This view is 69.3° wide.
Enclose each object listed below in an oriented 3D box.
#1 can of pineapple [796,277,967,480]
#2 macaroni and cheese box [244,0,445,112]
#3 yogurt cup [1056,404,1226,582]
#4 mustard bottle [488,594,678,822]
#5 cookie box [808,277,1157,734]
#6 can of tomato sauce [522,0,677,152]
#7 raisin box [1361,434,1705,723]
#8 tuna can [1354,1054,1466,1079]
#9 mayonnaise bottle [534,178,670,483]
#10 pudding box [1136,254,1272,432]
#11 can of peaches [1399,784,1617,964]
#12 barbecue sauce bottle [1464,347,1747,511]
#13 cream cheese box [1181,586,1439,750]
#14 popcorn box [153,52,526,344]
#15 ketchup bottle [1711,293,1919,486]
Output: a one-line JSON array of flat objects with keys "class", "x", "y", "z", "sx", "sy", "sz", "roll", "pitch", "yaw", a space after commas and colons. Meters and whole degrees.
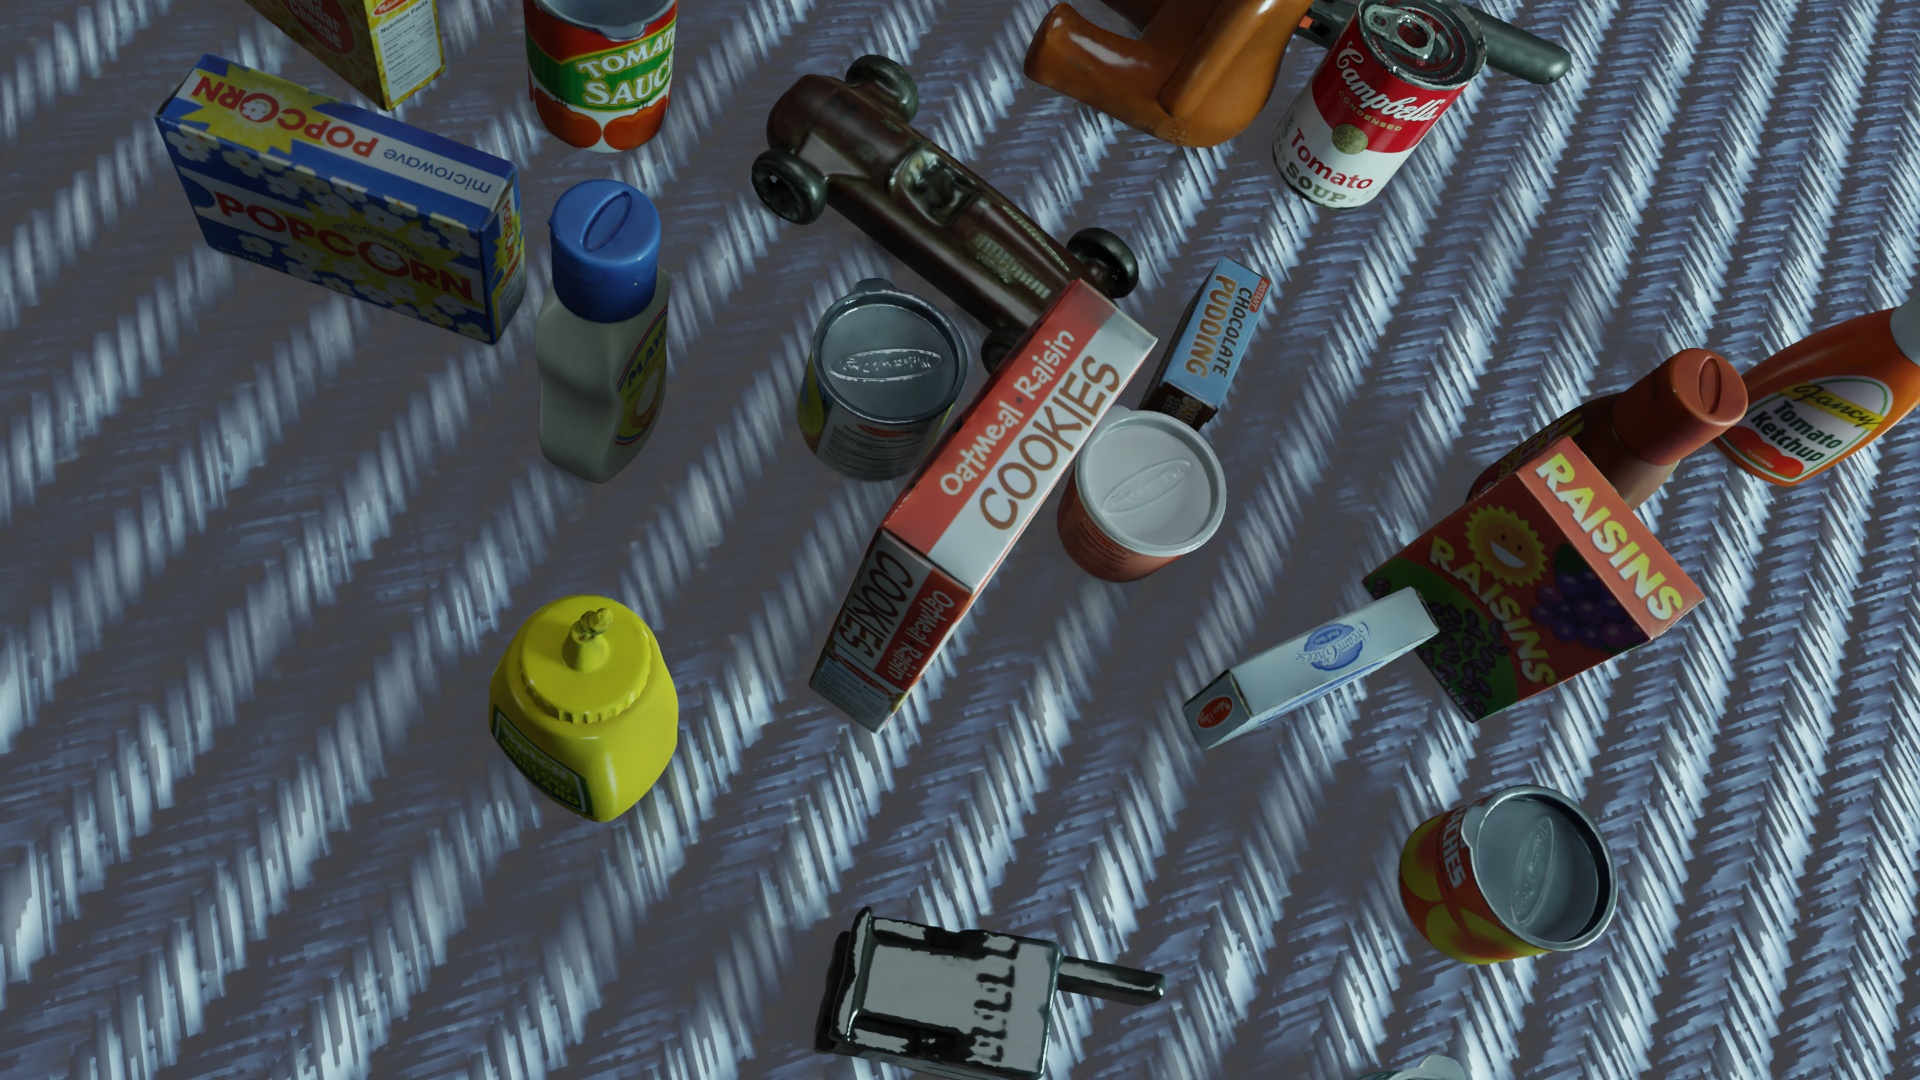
[{"class": "can of pineapple", "x": -0.035, "y": -0.068, "z": 0.603, "sx": 0.071, "sy": 0.057, "sz": 0.071, "roll": 6, "pitch": 66, "yaw": -12}, {"class": "macaroni and cheese box", "x": -0.279, "y": -0.276, "z": 0.570, "sx": 0.124, "sy": 0.165, "sz": 0.040, "roll": 38, "pitch": 63, "yaw": 3}, {"class": "yogurt cup", "x": 0.076, "y": -0.016, "z": 0.612, "sx": 0.072, "sy": 0.053, "sz": 0.072, "roll": 6, "pitch": 66, "yaw": -12}, {"class": "mustard bottle", "x": -0.128, "y": 0.052, "z": 0.469, "sx": 0.065, "sy": 0.159, "sz": 0.049, "roll": 38, "pitch": 63, "yaw": 3}, {"class": "cookie box", "x": 0.002, "y": -0.007, "z": 0.525, "sx": 0.040, "sy": 0.166, "sz": 0.123, "roll": 35, "pitch": 63, "yaw": 2}, {"class": "can of tomato sauce", "x": -0.161, "y": -0.225, "z": 0.625, "sx": 0.071, "sy": 0.082, "sz": 0.071, "roll": 6, "pitch": 66, "yaw": -12}, {"class": "raisin box", "x": 0.242, "y": 0.020, "z": 0.601, "sx": 0.040, "sy": 0.123, "sz": 0.086, "roll": -30, "pitch": 77, "yaw": -24}, {"class": "tuna can", "x": 0.176, "y": 0.237, "z": 0.539, "sx": 0.071, "sy": 0.032, "sz": 0.071, "roll": 6, "pitch": 66, "yaw": -12}, {"class": "mayonnaise bottle", "x": -0.136, "y": -0.079, "z": 0.531, "sx": 0.041, "sy": 0.147, "sz": 0.065, "roll": 26, "pitch": 63, "yaw": -3}, {"class": "pudding box", "x": 0.114, "y": -0.087, "z": 0.656, "sx": 0.030, "sy": 0.049, "sz": 0.084, "roll": 29, "pitch": 63, "yaw": -1}, {"class": "can of peaches", "x": 0.225, "y": 0.139, "z": 0.580, "sx": 0.071, "sy": 0.057, "sz": 0.071, "roll": 6, "pitch": 66, "yaw": -12}, {"class": "barbecue sauce bottle", "x": 0.284, "y": -0.034, "z": 0.622, "sx": 0.044, "sy": 0.148, "sz": 0.065, "roll": 22, "pitch": 64, "yaw": -5}, {"class": "cream cheese box", "x": 0.150, "y": 0.055, "z": 0.600, "sx": 0.104, "sy": 0.053, "sz": 0.024, "roll": -20, "pitch": 74, "yaw": -22}, {"class": "popcorn box", "x": -0.244, "y": -0.135, "z": 0.562, "sx": 0.127, "sy": 0.085, "sz": 0.038, "roll": 19, "pitch": 64, "yaw": -6}, {"class": "ketchup bottle", "x": 0.443, "y": -0.081, "z": 0.685, "sx": 0.065, "sy": 0.148, "sz": 0.044, "roll": 35, "pitch": 63, "yaw": 2}]
